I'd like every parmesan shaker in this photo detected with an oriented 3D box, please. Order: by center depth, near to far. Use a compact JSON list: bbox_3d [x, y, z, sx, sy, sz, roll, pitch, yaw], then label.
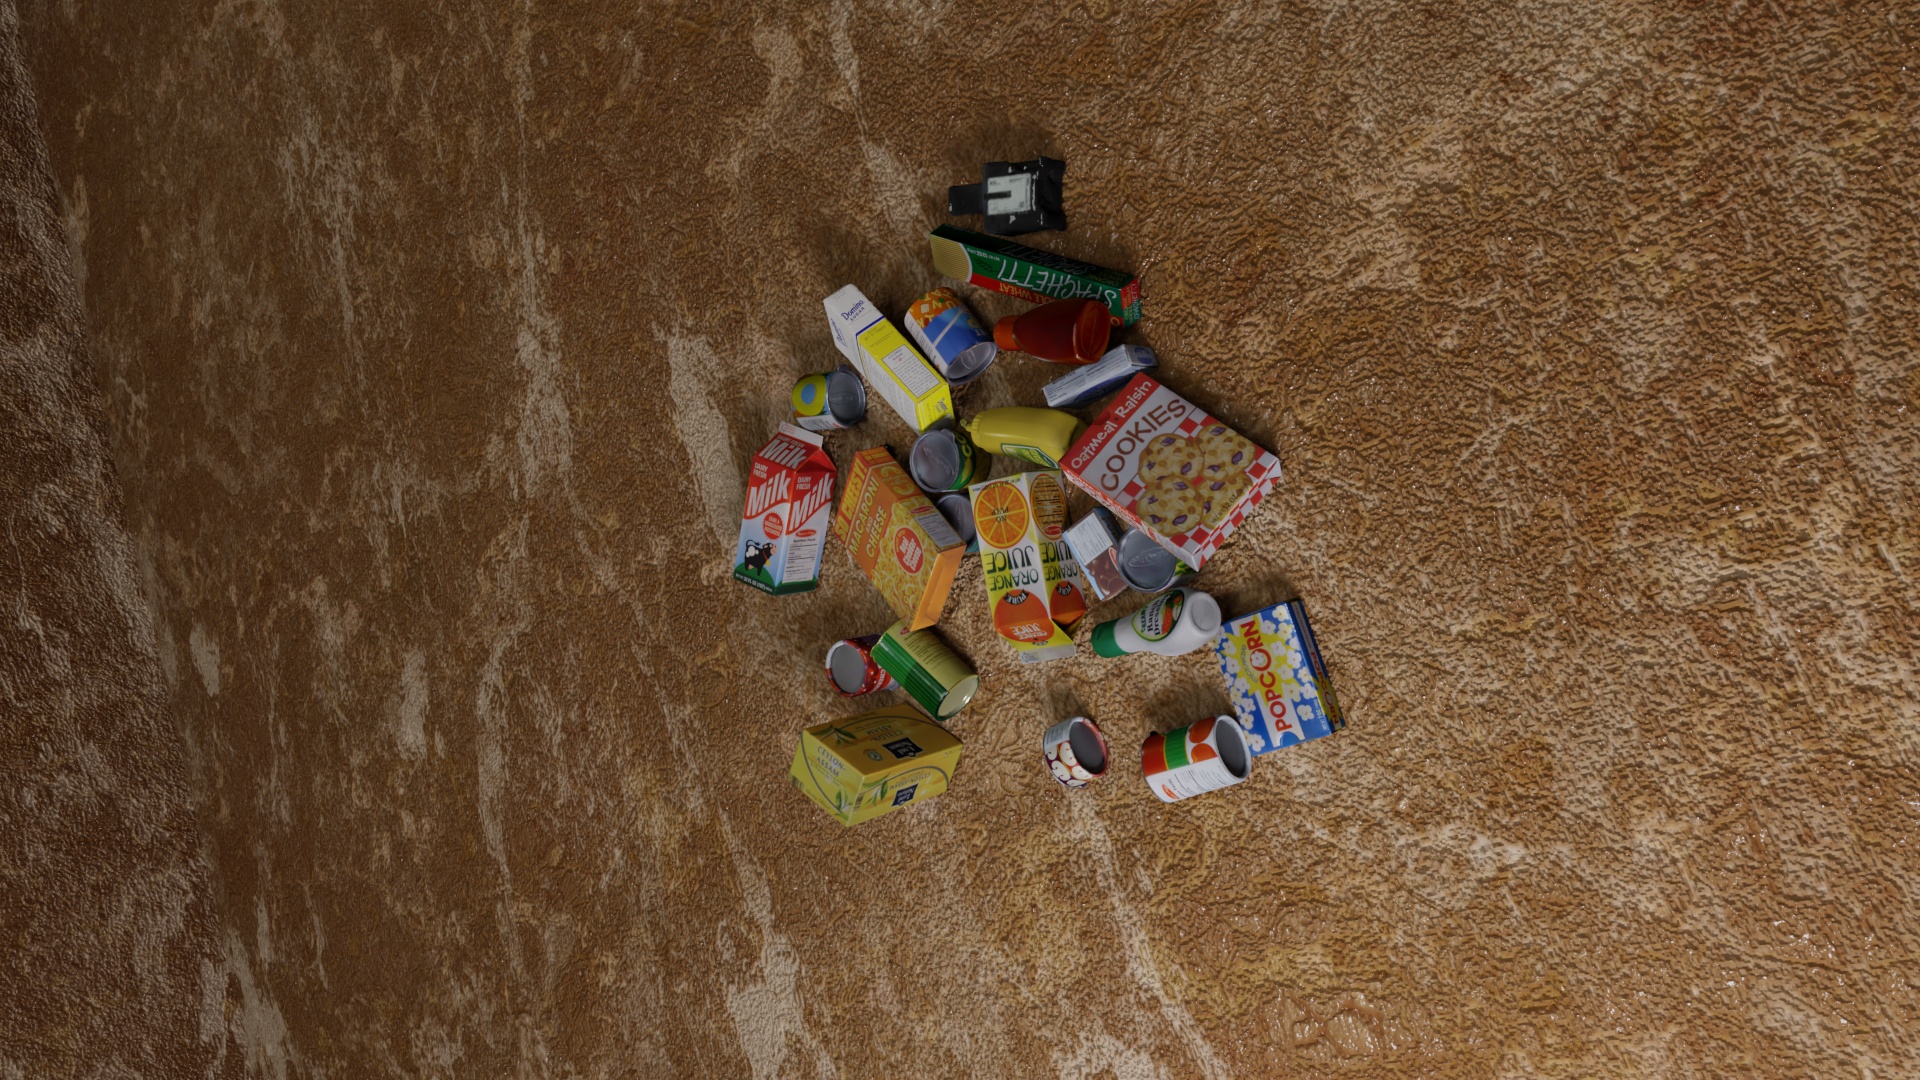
[{"bbox_3d":[-0.039,0.141,1.510,0.103,0.071,0.071,41,116,27],"label":"parmesan shaker"}]

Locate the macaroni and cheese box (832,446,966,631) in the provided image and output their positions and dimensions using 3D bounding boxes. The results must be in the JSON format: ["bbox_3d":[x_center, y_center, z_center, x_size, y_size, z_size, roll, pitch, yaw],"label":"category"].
[{"bbox_3d":[-0.069,-0.003,1.514,0.167,0.040,0.123,50,137,31],"label":"macaroni and cheese box"}]

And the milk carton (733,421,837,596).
[{"bbox_3d":[-0.201,-0.038,1.618,0.072,0.073,0.190,21,105,34],"label":"milk carton"}]

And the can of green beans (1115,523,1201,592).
[{"bbox_3d":[0.192,0.015,1.334,0.071,0.058,0.071,4,96,37],"label":"can of green beans"}]

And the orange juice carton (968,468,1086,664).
[{"bbox_3d":[0.073,0.028,1.416,0.071,0.073,0.192,-12,86,37],"label":"orange juice carton"}]

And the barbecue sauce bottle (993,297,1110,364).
[{"bbox_3d":[0.087,-0.207,1.379,0.148,0.044,0.065,11,91,57],"label":"barbecue sauce bottle"}]

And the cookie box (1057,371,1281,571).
[{"bbox_3d":[0.194,-0.068,1.301,0.168,0.040,0.123,38,81,29],"label":"cookie box"}]

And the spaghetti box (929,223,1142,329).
[{"bbox_3d":[0.072,-0.270,1.409,0.250,0.029,0.050,24,142,34],"label":"spaghetti box"}]

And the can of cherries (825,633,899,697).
[{"bbox_3d":[-0.108,0.143,1.570,0.071,0.058,0.071,3,95,37],"label":"can of cherries"}]

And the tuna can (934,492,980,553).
[{"bbox_3d":[0.005,-0.019,1.488,0.071,0.033,0.071,4,96,37],"label":"tuna can"}]

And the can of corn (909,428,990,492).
[{"bbox_3d":[-0.009,-0.087,1.478,0.071,0.058,0.071,3,96,37],"label":"can of corn"}]

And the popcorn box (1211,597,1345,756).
[{"bbox_3d":[0.290,0.125,1.281,0.085,0.038,0.127,-24,79,35],"label":"popcorn box"}]

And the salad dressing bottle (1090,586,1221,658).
[{"bbox_3d":[0.184,0.084,1.333,0.147,0.044,0.064,-23,45,53],"label":"salad dressing bottle"}]

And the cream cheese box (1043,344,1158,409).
[{"bbox_3d":[0.137,-0.160,1.365,0.103,0.053,0.024,-25,77,35],"label":"cream cheese box"}]

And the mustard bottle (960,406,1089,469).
[{"bbox_3d":[0.060,-0.108,1.422,0.160,0.065,0.049,11,71,40],"label":"mustard bottle"}]

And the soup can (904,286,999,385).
[{"bbox_3d":[-0.008,-0.217,1.465,0.071,0.071,0.084,-47,66,30],"label":"soup can"}]

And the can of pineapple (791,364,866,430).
[{"bbox_3d":[-0.149,-0.161,1.574,0.058,0.071,0.071,-2,92,37],"label":"can of pineapple"}]

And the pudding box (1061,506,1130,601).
[{"bbox_3d":[0.143,0.013,1.388,0.049,0.030,0.084,-40,70,31],"label":"pudding box"}]

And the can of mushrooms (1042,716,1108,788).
[{"bbox_3d":[0.118,0.214,1.401,0.033,0.071,0.071,-31,75,34],"label":"can of mushrooms"}]

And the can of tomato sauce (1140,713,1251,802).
[{"bbox_3d":[0.224,0.205,1.320,0.083,0.071,0.071,-25,79,35],"label":"can of tomato sauce"}]
